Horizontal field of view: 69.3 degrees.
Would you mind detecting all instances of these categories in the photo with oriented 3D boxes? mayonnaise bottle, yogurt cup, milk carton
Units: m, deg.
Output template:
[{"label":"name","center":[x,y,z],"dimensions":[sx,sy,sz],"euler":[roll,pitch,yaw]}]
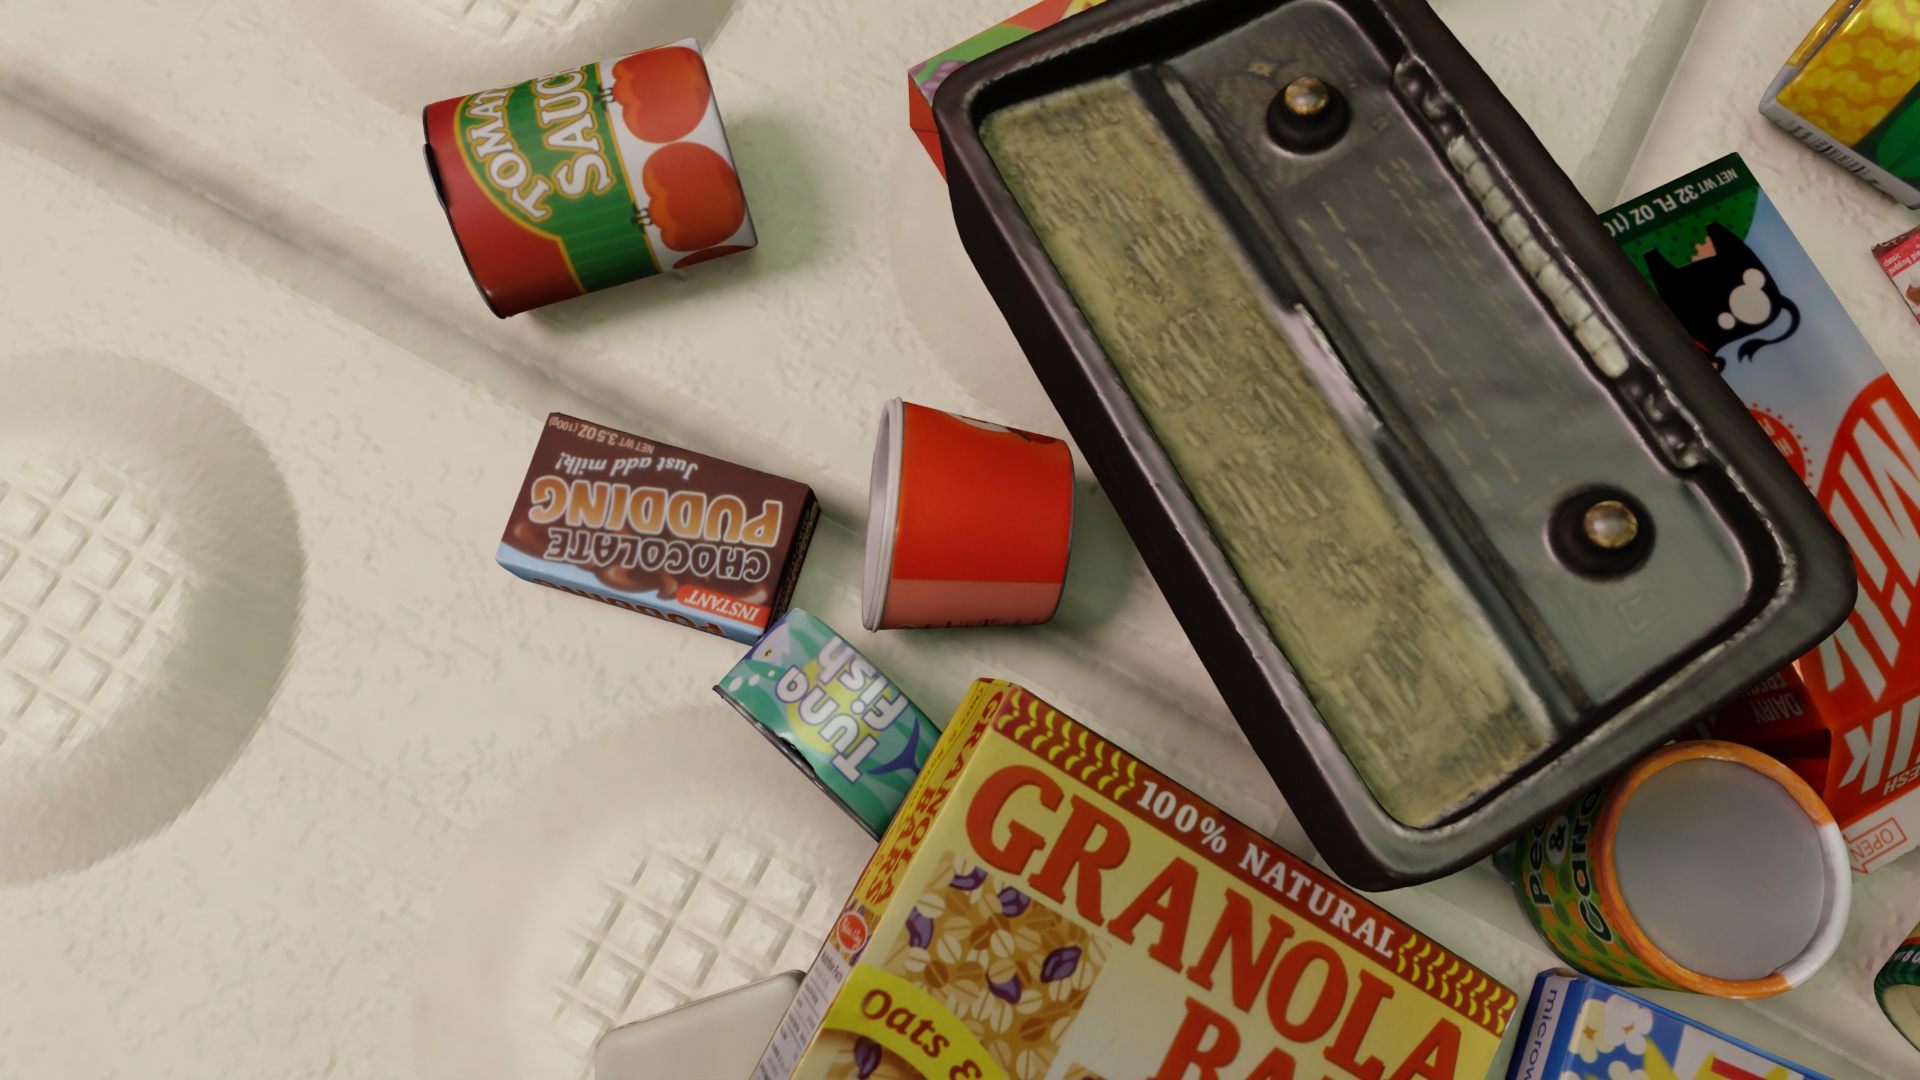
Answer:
[{"label":"mayonnaise bottle","center":[-0.048,0.194,0.362],"dimensions":[0.065,0.041,0.148],"euler":[-17,77,-3]},{"label":"yogurt cup","center":[0.001,-0.005,0.402],"dimensions":[0.054,0.072,0.072],"euler":[6,76,-7]},{"label":"milk carton","center":[0.227,-0.005,0.398],"dimensions":[0.072,0.073,0.191],"euler":[-25,78,-7]}]

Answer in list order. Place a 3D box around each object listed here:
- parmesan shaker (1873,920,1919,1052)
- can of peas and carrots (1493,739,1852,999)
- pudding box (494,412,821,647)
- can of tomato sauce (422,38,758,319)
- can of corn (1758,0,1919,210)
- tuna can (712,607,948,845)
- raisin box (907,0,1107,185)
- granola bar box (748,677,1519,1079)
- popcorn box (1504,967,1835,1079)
[{"label":"parmesan shaker","center":[0.309,0.103,0.372],"dimensions":[0.103,0.071,0.071],"euler":[-44,80,-10]},{"label":"can of peas and carrots","center":[0.193,0.089,0.381],"dimensions":[0.071,0.058,0.071],"euler":[0,75,-1]},{"label":"pudding box","center":[-0.090,-0.002,0.417],"dimensions":[0.084,0.030,0.050],"euler":[16,77,4]},{"label":"can of tomato sauce","center":[-0.111,-0.112,0.424],"dimensions":[0.083,0.071,0.071],"euler":[-17,77,-5]},{"label":"can of corn","center":[0.302,-0.151,0.439],"dimensions":[0.058,0.071,0.071],"euler":[37,78,9]},{"label":"tuna can","center":[-0.034,0.051,0.382],"dimensions":[0.071,0.071,0.033],"euler":[41,78,9]},{"label":"raisin box","center":[0.057,-0.137,0.449],"dimensions":[0.123,0.040,0.086],"euler":[-29,77,-6]},{"label":"granola bar box","center":[0.045,0.129,0.353],"dimensions":[0.165,0.039,0.124],"euler":[33,78,-13]},{"label":"popcorn box","center":[0.181,0.190,0.366],"dimensions":[0.085,0.038,0.127],"euler":[23,76,4]}]
